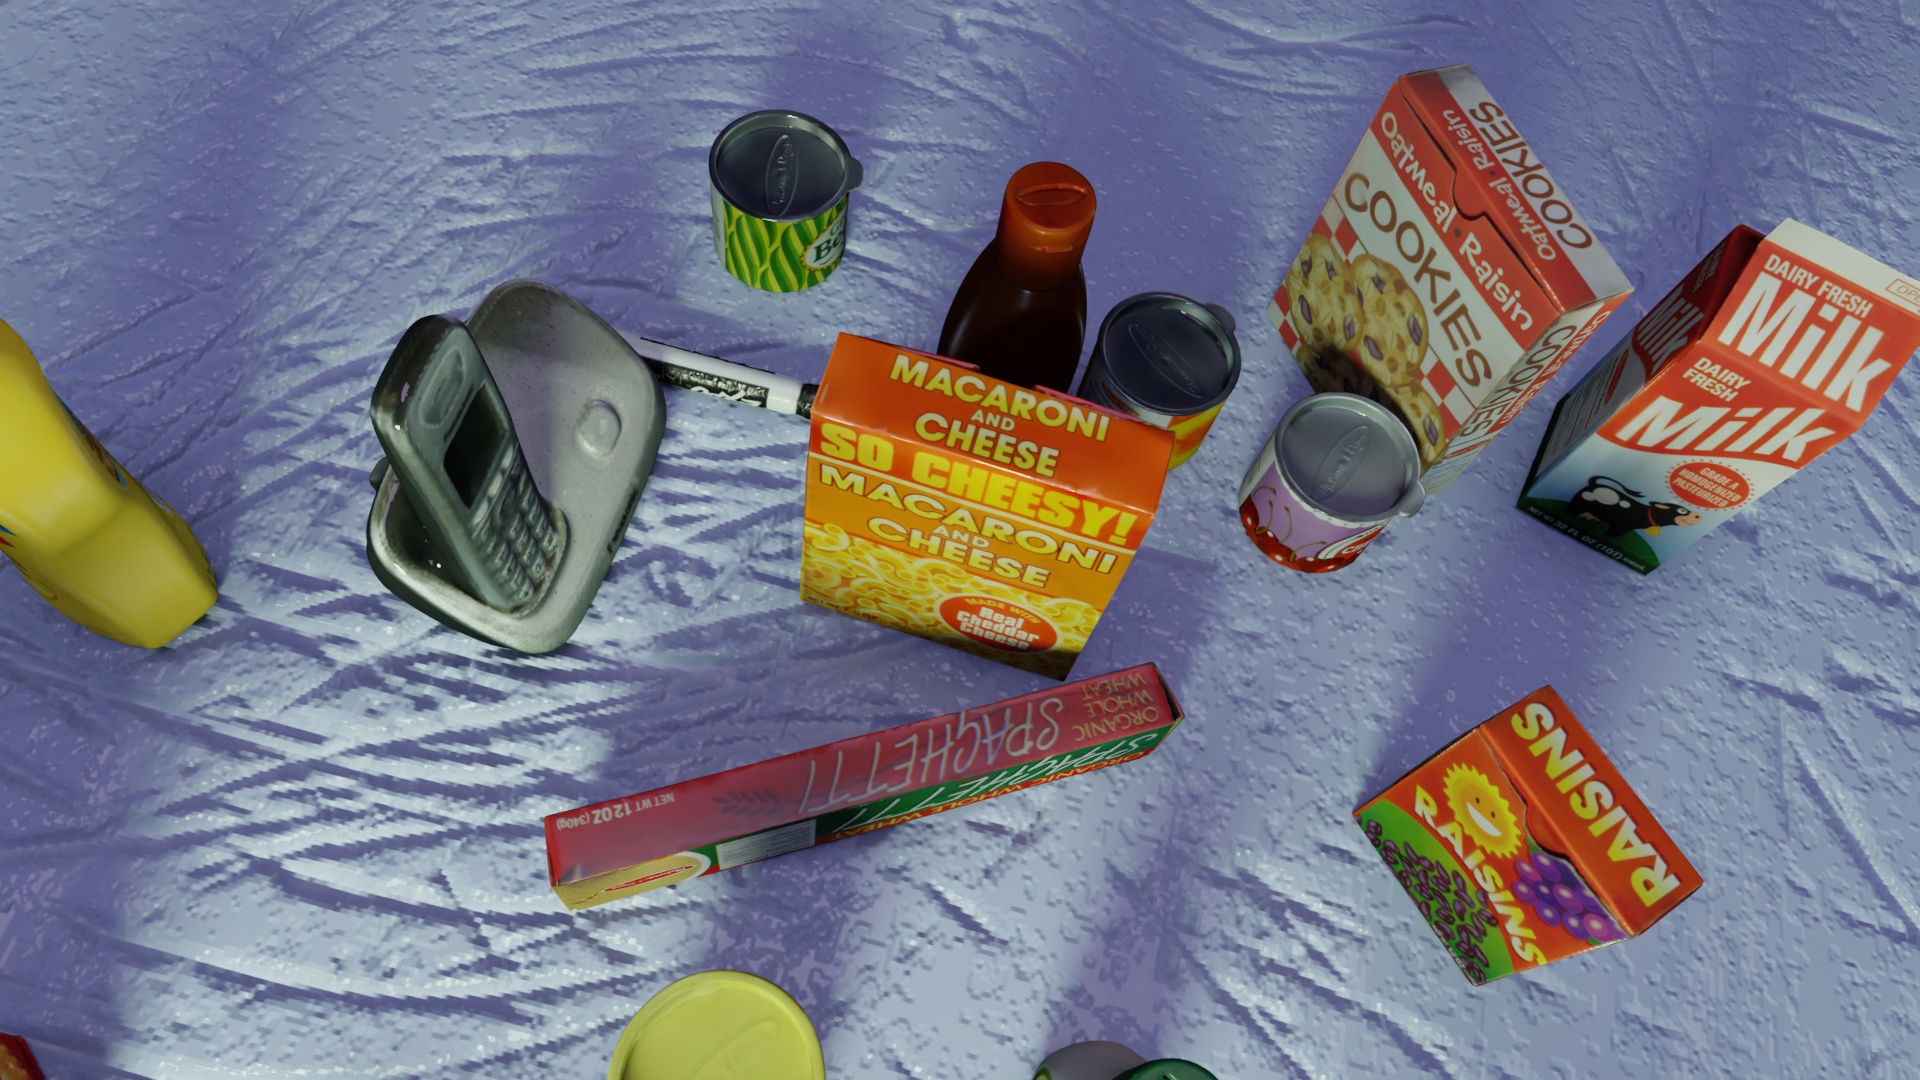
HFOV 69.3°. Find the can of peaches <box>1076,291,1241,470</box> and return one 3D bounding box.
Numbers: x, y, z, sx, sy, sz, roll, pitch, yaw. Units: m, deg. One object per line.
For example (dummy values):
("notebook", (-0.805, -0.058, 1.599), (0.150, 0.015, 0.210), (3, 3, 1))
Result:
("can of peaches", (0.092, -0.074, 0.648), (0.071, 0.057, 0.071), (3, 64, -6))

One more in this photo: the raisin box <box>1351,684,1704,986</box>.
("raisin box", (0.211, 0.117, 0.535), (0.040, 0.123, 0.086), (-26, 71, -18))

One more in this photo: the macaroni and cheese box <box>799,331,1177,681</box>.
("macaroni and cheese box", (0.002, -0.007, 0.542), (0.124, 0.165, 0.040), (17, 64, 0))

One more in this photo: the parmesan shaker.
("parmesan shaker", (-0.079, 0.189, 0.471), (0.071, 0.102, 0.071), (3, 64, -6))

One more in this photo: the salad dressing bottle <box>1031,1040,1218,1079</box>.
("salad dressing bottle", (0.053, 0.197, 0.461), (0.044, 0.147, 0.064), (-9, 66, -12))

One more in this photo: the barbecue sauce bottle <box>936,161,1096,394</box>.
("barbecue sauce bottle", (0.026, -0.101, 0.601), (0.065, 0.148, 0.044), (-7, 66, -11))

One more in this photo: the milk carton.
("milk carton", (0.328, -0.065, 0.603), (0.072, 0.189, 0.074), (29, 64, 6))

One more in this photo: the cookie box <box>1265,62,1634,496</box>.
("cookie box", (0.206, -0.106, 0.618), (0.040, 0.166, 0.123), (-20, 69, -16))

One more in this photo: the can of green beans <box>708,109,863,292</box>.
("can of green beans", (-0.086, -0.161, 0.665), (0.071, 0.057, 0.071), (3, 64, -6))

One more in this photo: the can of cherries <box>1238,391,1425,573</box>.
("can of cherries", (0.168, -0.023, 0.634), (0.071, 0.058, 0.072), (3, 64, -6))

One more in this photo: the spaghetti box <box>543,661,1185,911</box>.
("spaghetti box", (-0.034, 0.097, 0.552), (0.251, 0.050, 0.029), (-13, 67, -14))
